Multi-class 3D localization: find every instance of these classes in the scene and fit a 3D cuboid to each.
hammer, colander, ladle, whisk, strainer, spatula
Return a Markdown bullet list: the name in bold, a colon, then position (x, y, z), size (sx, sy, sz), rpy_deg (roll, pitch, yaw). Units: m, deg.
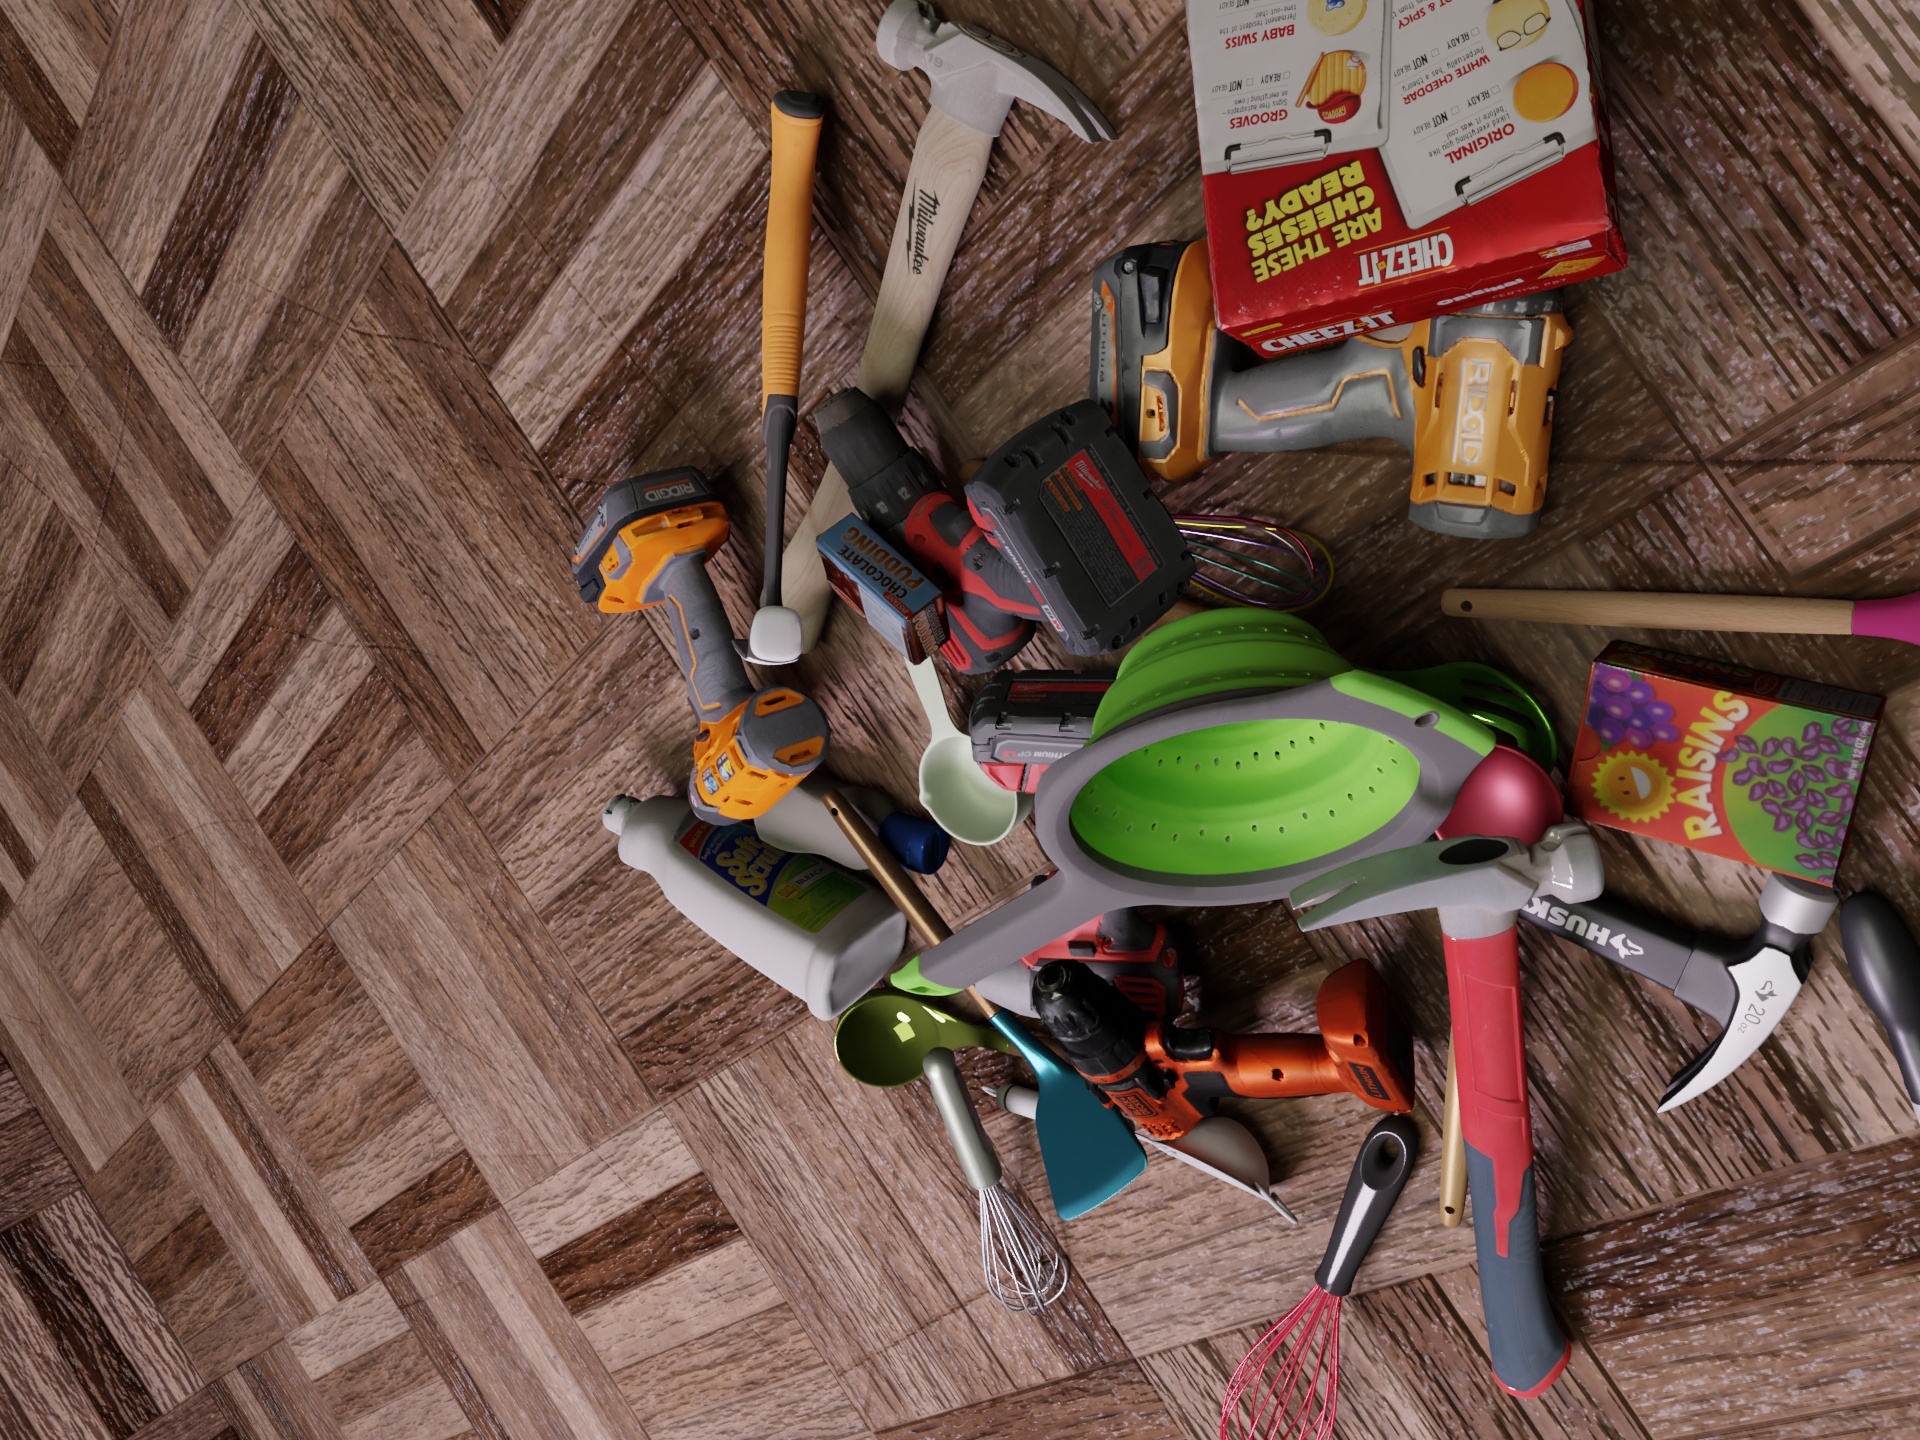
- **hammer**: position (0.270, 0.227, 0.845), size (0.143, 0.038, 0.386), rpy_deg (-12, 119, 6)
- **colander**: position (0.087, 0.045, 0.849), size (0.397, 0.204, 0.095), rpy_deg (-36, 45, 41)
- **ladle**: position (0.053, 0.228, 1.069), size (0.320, 0.062, 0.078), rpy_deg (2, 117, 34)
- **hammer**: position (-0.107, -0.202, 0.950), size (0.127, 0.034, 0.337), rpy_deg (-171, 84, -78)
- **whisk**: position (0.228, 0.367, 0.998), size (0.073, 0.073, 0.295), rpy_deg (26, 116, 26)
- **strainer**: position (0.113, 0.271, 1.051), size (0.258, 0.050, 0.086), rpy_deg (6, 156, 41)
- **whisk**: position (0.021, 0.325, 1.113), size (0.059, 0.058, 0.246), rpy_deg (-18, 116, 3)
- **hammer**: position (-0.040, -0.204, 0.965), size (0.146, 0.038, 0.410), rpy_deg (36, 127, 18)
- **ladle**: position (0.271, 0.146, 0.840), size (0.069, 0.031, 0.315), rpy_deg (12, 120, 30)
- **hammer**: position (0.269, 0.082, 0.855), size (0.335, 0.035, 0.146), rpy_deg (25, 122, 27)
- **whisk**: position (0.472, 0.213, 0.747), size (0.070, 0.070, 0.284), rpy_deg (-22, 91, 41)
- **whisk**: position (0.100, -0.111, 0.901), size (0.245, 0.051, 0.047), rpy_deg (24, 101, 32)
- **spatula**: position (0.004, 0.173, 1.037), size (0.082, 0.044, 0.317), rpy_deg (-43, 81, 30)

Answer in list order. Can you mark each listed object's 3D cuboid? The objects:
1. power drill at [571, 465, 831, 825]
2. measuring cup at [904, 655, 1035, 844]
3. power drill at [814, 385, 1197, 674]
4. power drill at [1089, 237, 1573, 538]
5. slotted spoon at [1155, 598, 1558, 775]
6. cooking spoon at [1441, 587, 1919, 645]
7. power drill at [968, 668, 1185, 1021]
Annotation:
- **power drill**: position (-0.182, -0.039, 1.085), size (0.164, 0.084, 0.226), rpy_deg (-40, 74, 53)
- **measuring cup**: position (-0.002, -0.003, 1.022), size (0.083, 0.038, 0.167), rpy_deg (-16, 97, 40)
- **power drill**: position (0.009, -0.114, 0.878), size (0.187, 0.080, 0.227), rpy_deg (56, 160, -15)
- **power drill**: position (0.180, -0.193, 0.778), size (0.226, 0.084, 0.185), rpy_deg (12, 114, 29)
- **slotted spoon**: position (0.179, -0.039, 0.876), size (0.314, 0.031, 0.070), rpy_deg (23, 136, 30)
- **cooking spoon**: position (0.379, -0.048, 0.727), size (0.319, 0.017, 0.068), rpy_deg (6, 112, 35)
- **power drill**: position (0.063, 0.084, 0.960), size (0.143, 0.079, 0.219), rpy_deg (1, 114, 10)
